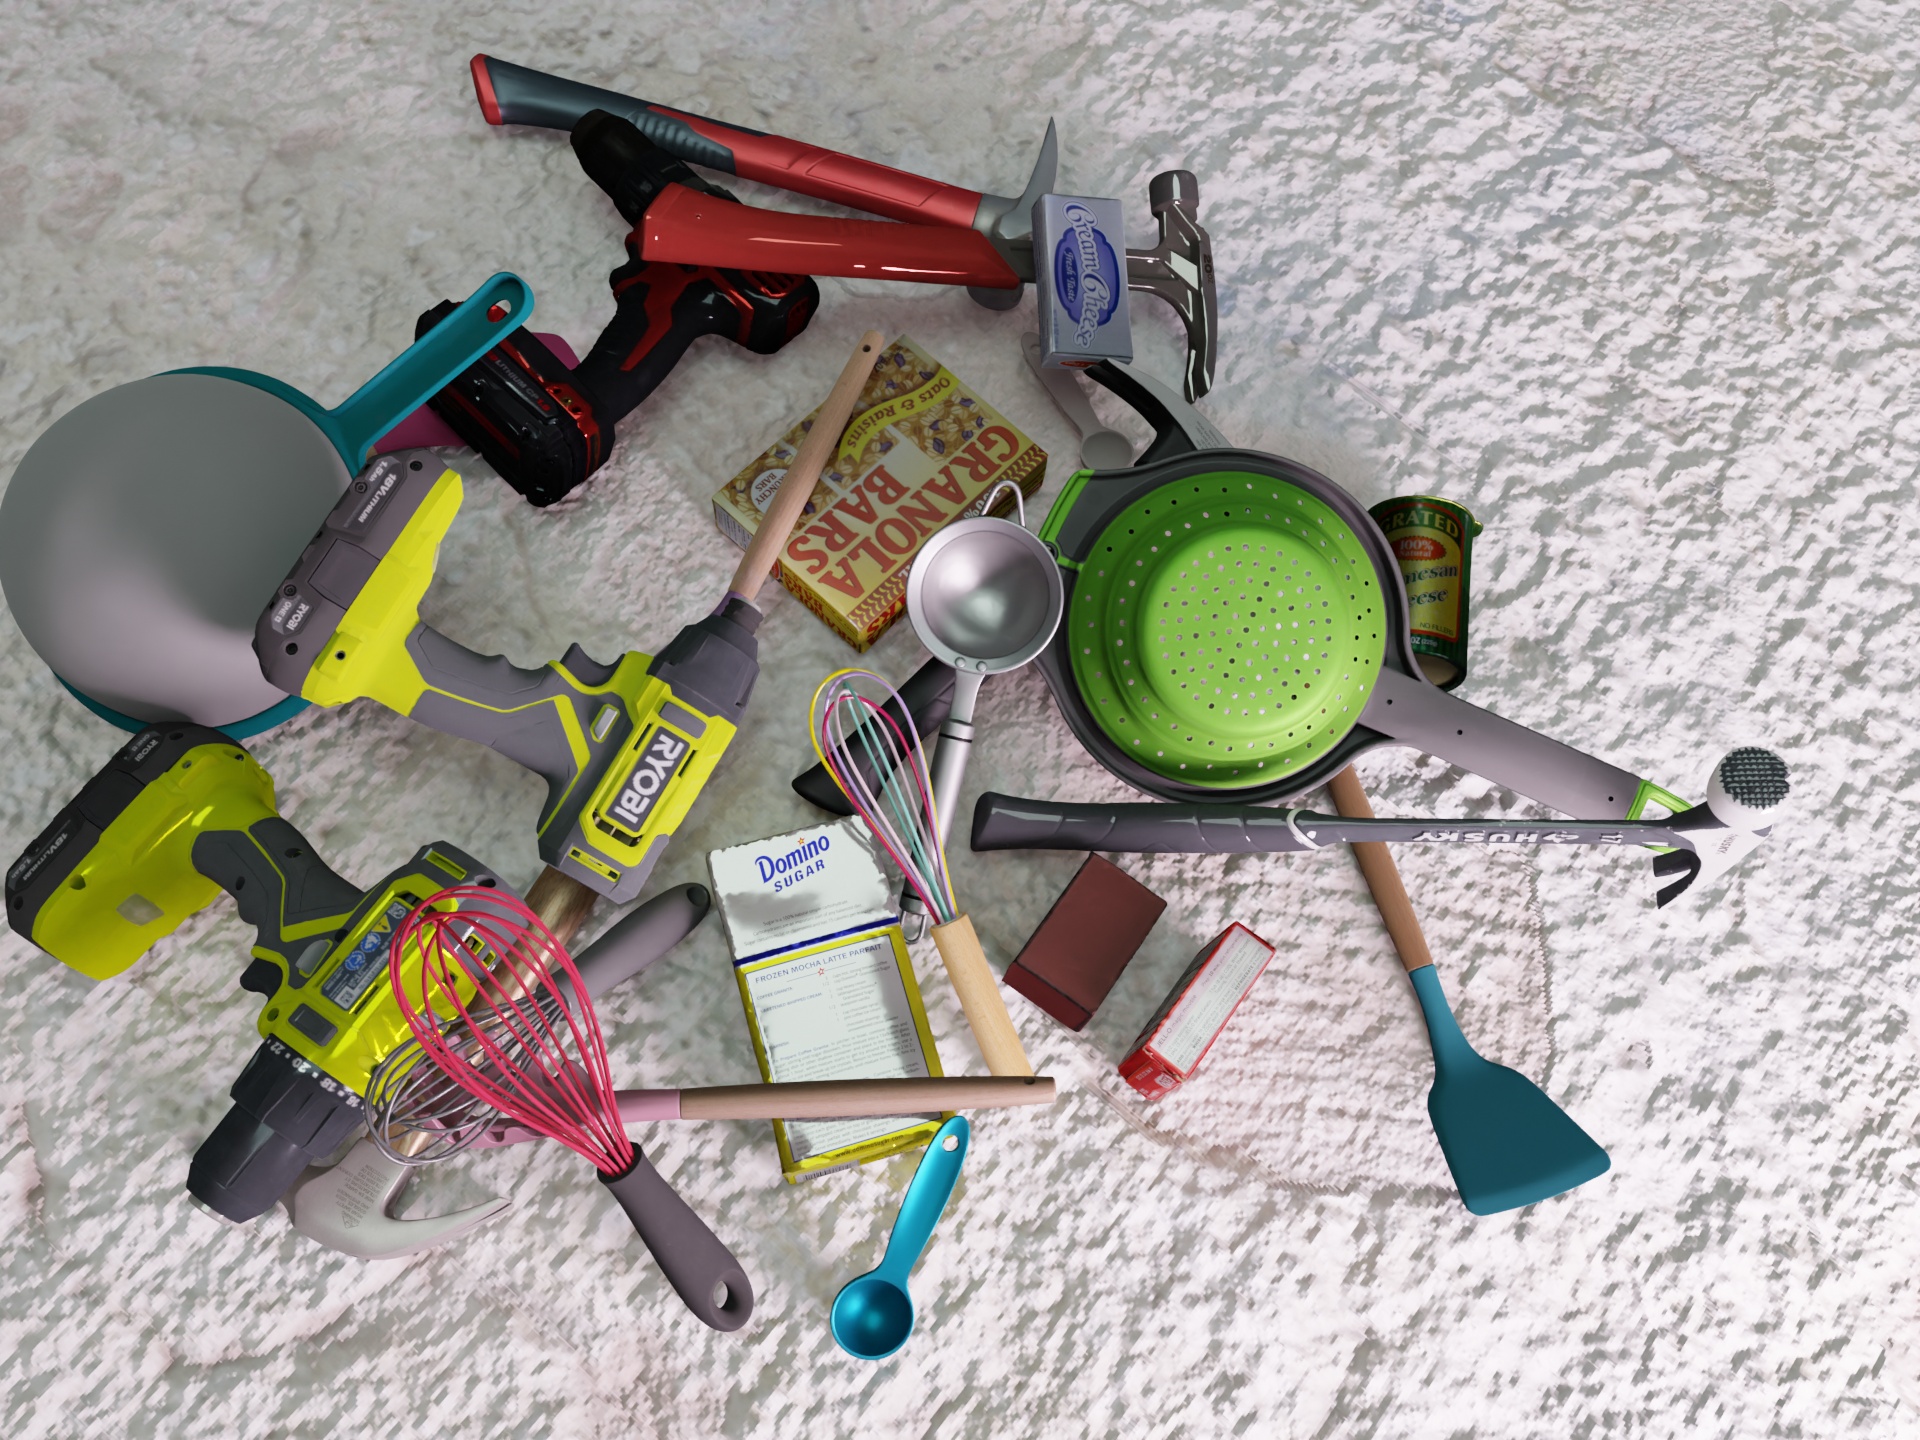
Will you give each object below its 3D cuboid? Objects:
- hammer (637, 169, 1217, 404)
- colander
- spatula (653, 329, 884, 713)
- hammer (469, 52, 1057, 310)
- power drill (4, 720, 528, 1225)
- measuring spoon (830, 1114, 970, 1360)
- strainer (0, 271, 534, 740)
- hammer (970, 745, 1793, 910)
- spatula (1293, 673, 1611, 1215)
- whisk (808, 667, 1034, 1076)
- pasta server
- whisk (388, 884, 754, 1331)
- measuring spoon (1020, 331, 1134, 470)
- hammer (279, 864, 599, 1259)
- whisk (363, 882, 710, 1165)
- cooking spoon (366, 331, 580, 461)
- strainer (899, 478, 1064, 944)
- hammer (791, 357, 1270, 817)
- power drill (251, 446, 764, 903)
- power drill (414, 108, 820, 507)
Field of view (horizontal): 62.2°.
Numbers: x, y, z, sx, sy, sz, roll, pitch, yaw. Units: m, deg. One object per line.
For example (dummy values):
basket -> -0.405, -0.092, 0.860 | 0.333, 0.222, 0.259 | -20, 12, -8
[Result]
hammer -> -0.013, -0.274, 0.969 | 0.359, 0.037, 0.149 | -1, 82, -17
colander -> 0.221, -0.016, 0.854 | 0.397, 0.094, 0.204 | 24, 93, 0
spatula -> -0.116, -0.093, 0.902 | 0.060, 0.018, 0.316 | 24, 74, 5
hammer -> -0.129, -0.383, 1.047 | 0.386, 0.038, 0.143 | 16, 67, 1
power drill -> -0.350, 0.114, 0.774 | 0.229, 0.080, 0.190 | 27, 67, 23
measuring spoon -> -0.027, 0.257, 0.799 | 0.042, 0.021, 0.128 | 25, 85, -6
strainer -> -0.372, -0.133, 0.835 | 0.340, 0.095, 0.211 | -38, 84, 3
hammer -> 0.205, 0.059, 0.850 | 0.409, 0.149, 0.036 | 0, 64, 12
spatula -> 0.251, 0.111, 0.887 | 0.082, 0.044, 0.318 | -17, 70, -7
whisk -> -0.019, 0.087, 0.842 | 0.047, 0.051, 0.245 | -24, 93, -23
pasta server -> -0.110, 0.182, 0.781 | 0.316, 0.040, 0.060 | -1, 33, -3
whisk -> -0.163, 0.187, 0.718 | 0.073, 0.295, 0.073 | -17, 33, 12
measuring spoon -> 0.070, -0.199, 1.010 | 0.034, 0.018, 0.124 | -23, 66, -14
hammer -> -0.231, 0.127, 0.840 | 0.130, 0.031, 0.331 | 29, 69, 6
whisk -> -0.195, 0.138, 0.777 | 0.055, 0.055, 0.239 | 39, 35, 10
cooking spoon -> -0.371, -0.148, 0.942 | 0.319, 0.017, 0.069 | -30, 81, -16
strainer -> -0.001, -0.003, 0.873 | 0.087, 0.050, 0.258 | 13, 92, 6
hammer -> 0.031, -0.067, 0.923 | 0.335, 0.035, 0.146 | -44, 103, -14
power drill -> -0.222, -0.033, 0.815 | 0.223, 0.080, 0.171 | 32, 77, -13
power drill -> -0.220, -0.258, 0.958 | 0.188, 0.080, 0.227 | 44, 65, 3
